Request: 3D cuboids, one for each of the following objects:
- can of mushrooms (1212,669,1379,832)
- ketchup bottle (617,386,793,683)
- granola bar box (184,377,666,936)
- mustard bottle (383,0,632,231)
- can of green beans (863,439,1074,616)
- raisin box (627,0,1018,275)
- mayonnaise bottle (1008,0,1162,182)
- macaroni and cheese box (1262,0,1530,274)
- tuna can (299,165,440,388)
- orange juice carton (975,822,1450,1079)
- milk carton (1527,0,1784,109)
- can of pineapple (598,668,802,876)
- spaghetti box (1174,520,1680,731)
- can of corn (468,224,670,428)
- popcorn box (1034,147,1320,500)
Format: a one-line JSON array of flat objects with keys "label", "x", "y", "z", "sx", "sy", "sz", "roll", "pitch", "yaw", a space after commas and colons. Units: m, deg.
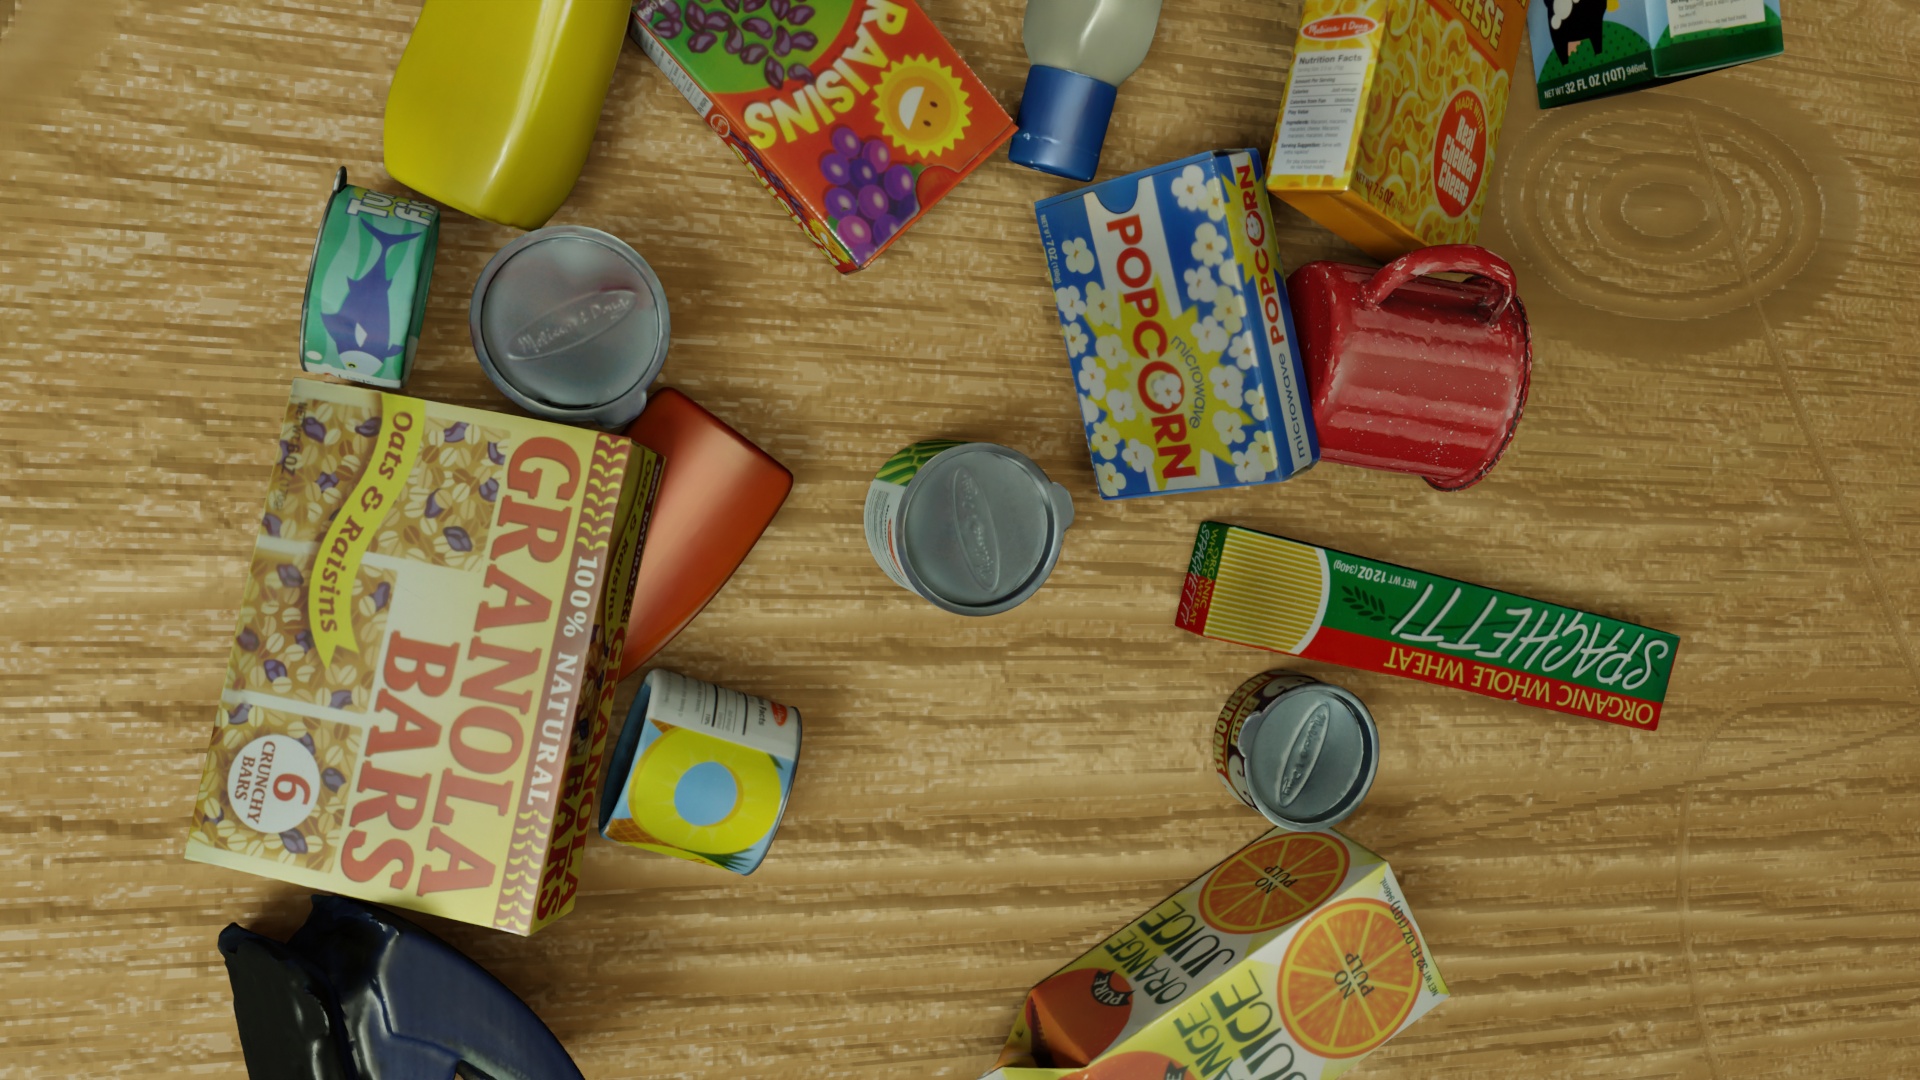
[{"label": "can of mushrooms", "x": 0.146, "y": 0.091, "z": 0.614, "sx": 0.071, "sy": 0.033, "sz": 0.071, "roll": -2, "pitch": 97, "yaw": -16}, {"label": "ketchup bottle", "x": -0.129, "y": 0.018, "z": 0.519, "sx": 0.064, "sy": 0.043, "sz": 0.149, "roll": 36, "pitch": 85, "yaw": -11}, {"label": "granola bar box", "x": -0.181, "y": 0.037, "z": 0.477, "sx": 0.124, "sy": 0.039, "sz": 0.165, "roll": 10, "pitch": 86, "yaw": 6}, {"label": "mustard bottle", "x": -0.143, "y": -0.189, "z": 0.475, "sx": 0.065, "sy": 0.049, "sz": 0.160, "roll": 27, "pitch": 99, "yaw": 17}, {"label": "can of green beans", "x": 0.000, "y": -0.007, "z": 0.547, "sx": 0.071, "sy": 0.058, "sz": 0.071, "roll": -2, "pitch": 96, "yaw": -16}, {"label": "raisin box", "x": -0.051, "y": -0.175, "z": 0.526, "sx": 0.086, "sy": 0.040, "sz": 0.123, "roll": -45, "pitch": 106, "yaw": -9}, {"label": "mayonnaise bottle", "x": 0.055, "y": -0.217, "z": 0.543, "sx": 0.041, "sy": 0.065, "sz": 0.147, "roll": 8, "pitch": 104, "yaw": -33}, {"label": "macaroni and cheese box", "x": 0.185, "y": -0.206, "z": 0.565, "sx": 0.124, "sy": 0.040, "sz": 0.166, "roll": 11, "pitch": 92, "yaw": -49}, {"label": "tuna can", "x": -0.200, "y": -0.089, "z": 0.474, "sx": 0.033, "sy": 0.071, "sz": 0.071, "roll": 11, "pitch": 92, "yaw": -19}, {"label": "orange juice carton", "x": 0.101, "y": 0.204, "z": 0.590, "sx": 0.193, "sy": 0.073, "sz": 0.071, "roll": -30, "pitch": 103, "yaw": -11}, {"label": "milk carton", "x": 0.290, "y": -0.294, "z": 0.600, "sx": 0.073, "sy": 0.072, "sz": 0.190, "roll": -14, "pitch": 100, "yaw": -16}, {"label": "can of pineapple", "x": -0.099, "y": 0.088, "z": 0.523, "sx": 0.058, "sy": 0.071, "sz": 0.071, "roll": 19, "pitch": 90, "yaw": -17}, {"label": "spaghetti box", "x": 0.219, "y": 0.041, "z": 0.633, "sx": 0.250, "sy": 0.029, "sz": 0.050, "roll": 13, "pitch": 92, "yaw": -17}, {"label": "can of corn", "x": -0.139, "y": -0.074, "z": 0.499, "sx": 0.071, "sy": 0.058, "sz": 0.071, "roll": -2, "pitch": 96, "yaw": -17}, {"label": "popcorn box", "x": 0.085, "y": -0.082, "z": 0.549, "sx": 0.038, "sy": 0.085, "sz": 0.126, "roll": -24, "pitch": 104, "yaw": -46}]
